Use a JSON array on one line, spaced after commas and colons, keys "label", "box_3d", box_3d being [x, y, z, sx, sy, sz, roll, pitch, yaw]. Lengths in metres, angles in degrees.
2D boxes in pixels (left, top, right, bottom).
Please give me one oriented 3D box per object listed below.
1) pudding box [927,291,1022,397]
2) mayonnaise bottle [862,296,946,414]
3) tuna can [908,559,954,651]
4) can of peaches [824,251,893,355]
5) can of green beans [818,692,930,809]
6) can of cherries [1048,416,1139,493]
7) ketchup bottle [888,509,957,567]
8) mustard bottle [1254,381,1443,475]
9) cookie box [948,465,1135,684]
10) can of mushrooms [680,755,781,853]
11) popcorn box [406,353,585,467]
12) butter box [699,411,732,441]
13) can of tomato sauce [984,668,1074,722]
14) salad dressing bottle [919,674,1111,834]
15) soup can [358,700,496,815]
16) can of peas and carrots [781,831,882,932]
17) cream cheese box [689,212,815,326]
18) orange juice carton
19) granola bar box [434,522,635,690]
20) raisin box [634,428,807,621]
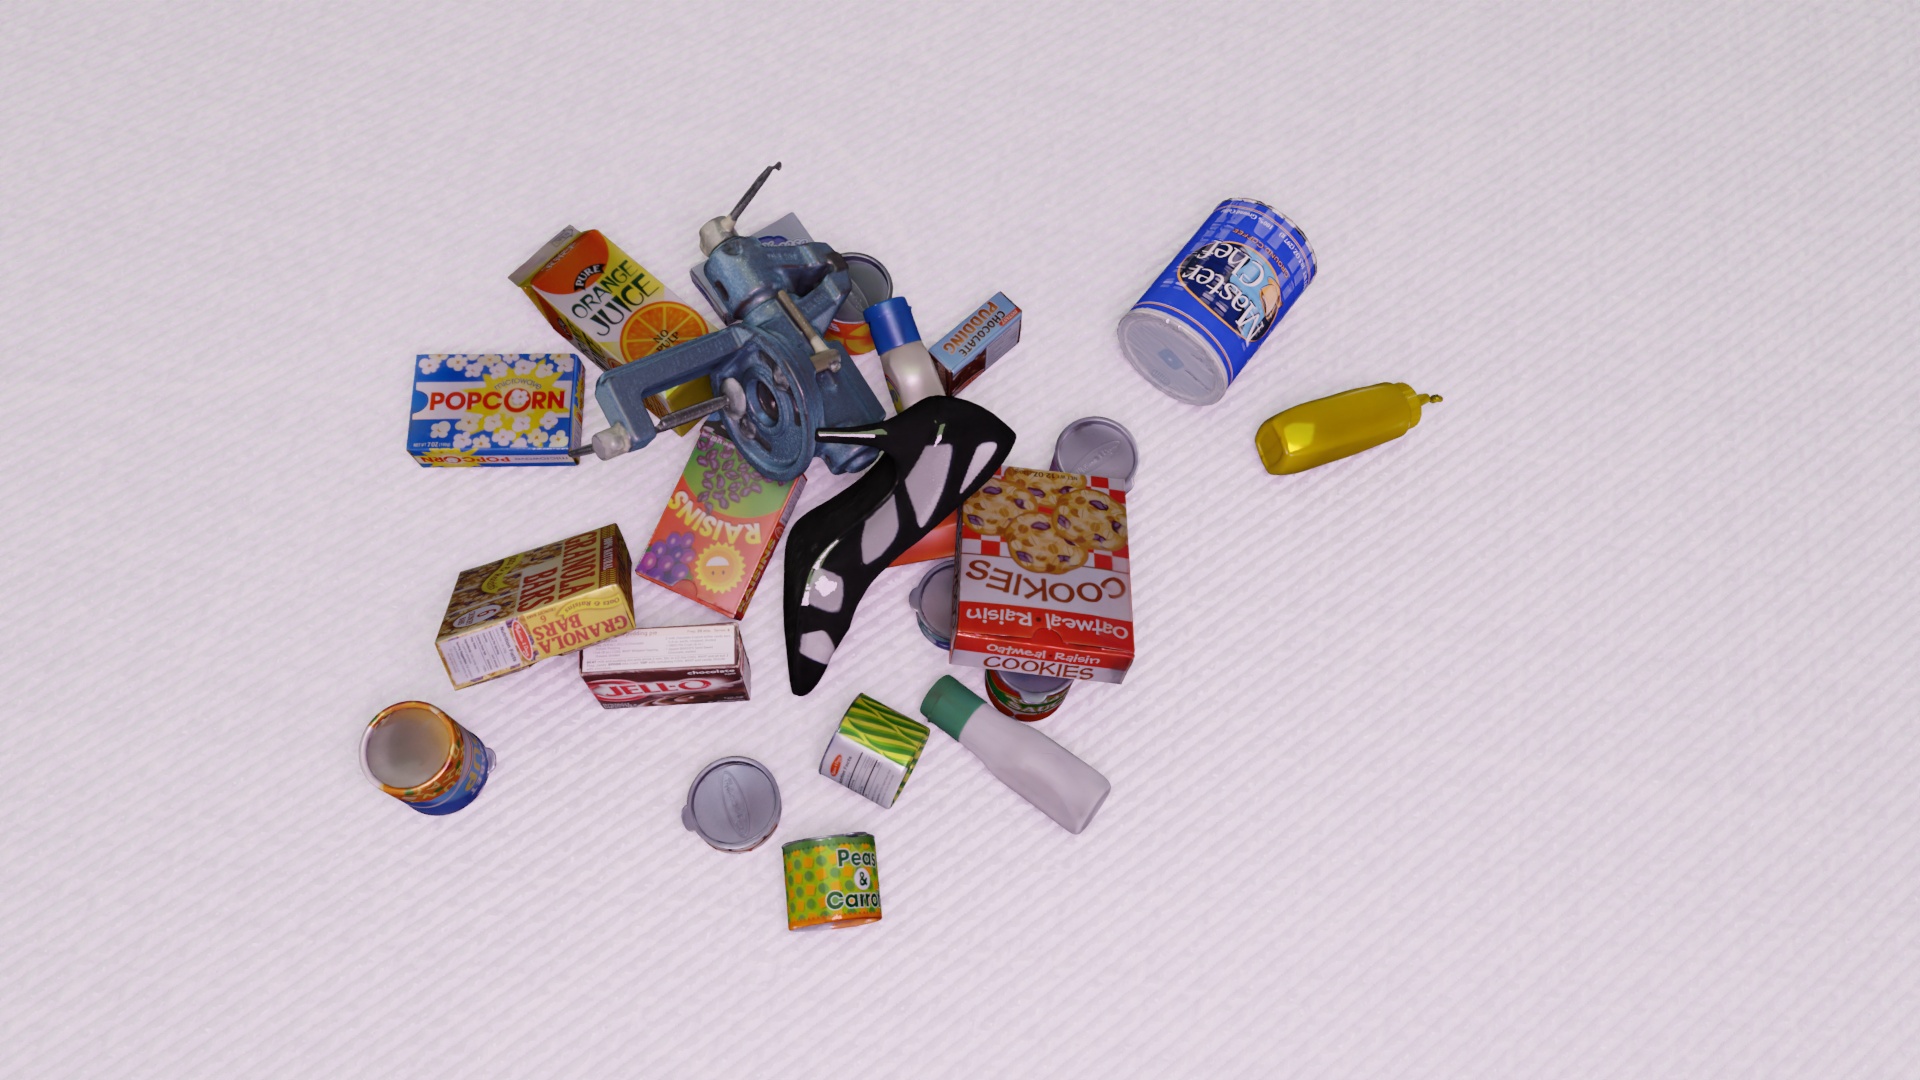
[{"label": "pudding box", "box_3d": [0.012, -0.159, 1.135, 0.084, 0.049, 0.030, -42, 75, -16]}, {"label": "mayonnaise bottle", "box_3d": [-0.035, -0.116, 1.087, 0.041, 0.064, 0.148, -21, 92, -9]}, {"label": "tuna can", "box_3d": [-0.004, 0.050, 1.063, 0.071, 0.032, 0.071, 1, 69, -3]}, {"label": "can of peaches", "box_3d": [-0.090, -0.192, 1.138, 0.071, 0.058, 0.071, 1, 70, -3]}, {"label": "can of green beans", "box_3d": [-0.061, 0.152, 1.004, 0.058, 0.071, 0.071, 27, 70, 6]}, {"label": "can of cherries", "box_3d": [0.105, -0.054, 1.095, 0.071, 0.058, 0.072, 1, 69, -3]}, {"label": "ketchup bottle", "box_3d": [0.004, -0.013, 1.075, 0.149, 0.065, 0.043, -9, 114, -10]}, {"label": "mustard bottle", "box_3d": [0.319, -0.096, 1.122, 0.160, 0.065, 0.049, -17, 77, -15]}, {"label": "cookie box", "box_3d": [0.058, 0.019, 0.992, 0.123, 0.040, 0.168, 7, 47, -4]}, {"label": "can of mushrooms", "box_3d": [-0.164, 0.192, 1.001, 0.071, 0.033, 0.071, 1, 70, -3]}, {"label": "popcorn box", "box_3d": [-0.365, -0.103, 1.100, 0.127, 0.038, 0.085, -1, 70, -4]}, {"label": "butter box", "box_3d": [-0.159, -0.112, 1.121, 0.053, 0.024, 0.104, 30, 71, 7]}, {"label": "can of tomato sauce", "box_3d": [0.053, 0.095, 1.022, 0.071, 0.082, 0.071, 1, 70, -2]}, {"label": "salad dressing bottle", "box_3d": [0.038, 0.153, 1.013, 0.148, 0.064, 0.044, 34, 64, 18]}, {"label": "soup can", "box_3d": [-0.374, 0.153, 0.978, 0.071, 0.083, 0.071, 1, 69, -3]}, {"label": "can of peas and carrots", "box_3d": [-0.088, 0.238, 0.967, 0.071, 0.070, 0.059, -6, 71, -5]}, {"label": "cream cheese box", "box_3d": [-0.168, -0.228, 1.165, 0.104, 0.024, 0.053, -33, 74, -14]}, {"label": "orange juice carton", "box_3d": [-0.273, -0.178, 1.115, 0.193, 0.072, 0.072, 40, 73, 12]}, {"label": "granola bar box", "box_3d": [-0.297, 0.043, 0.987, 0.124, 0.166, 0.039, -19, 109, -9]}, {"label": "raisin box", "box_3d": [-0.181, -0.011, 1.062, 0.086, 0.040, 0.123, 24, 82, 4]}]
